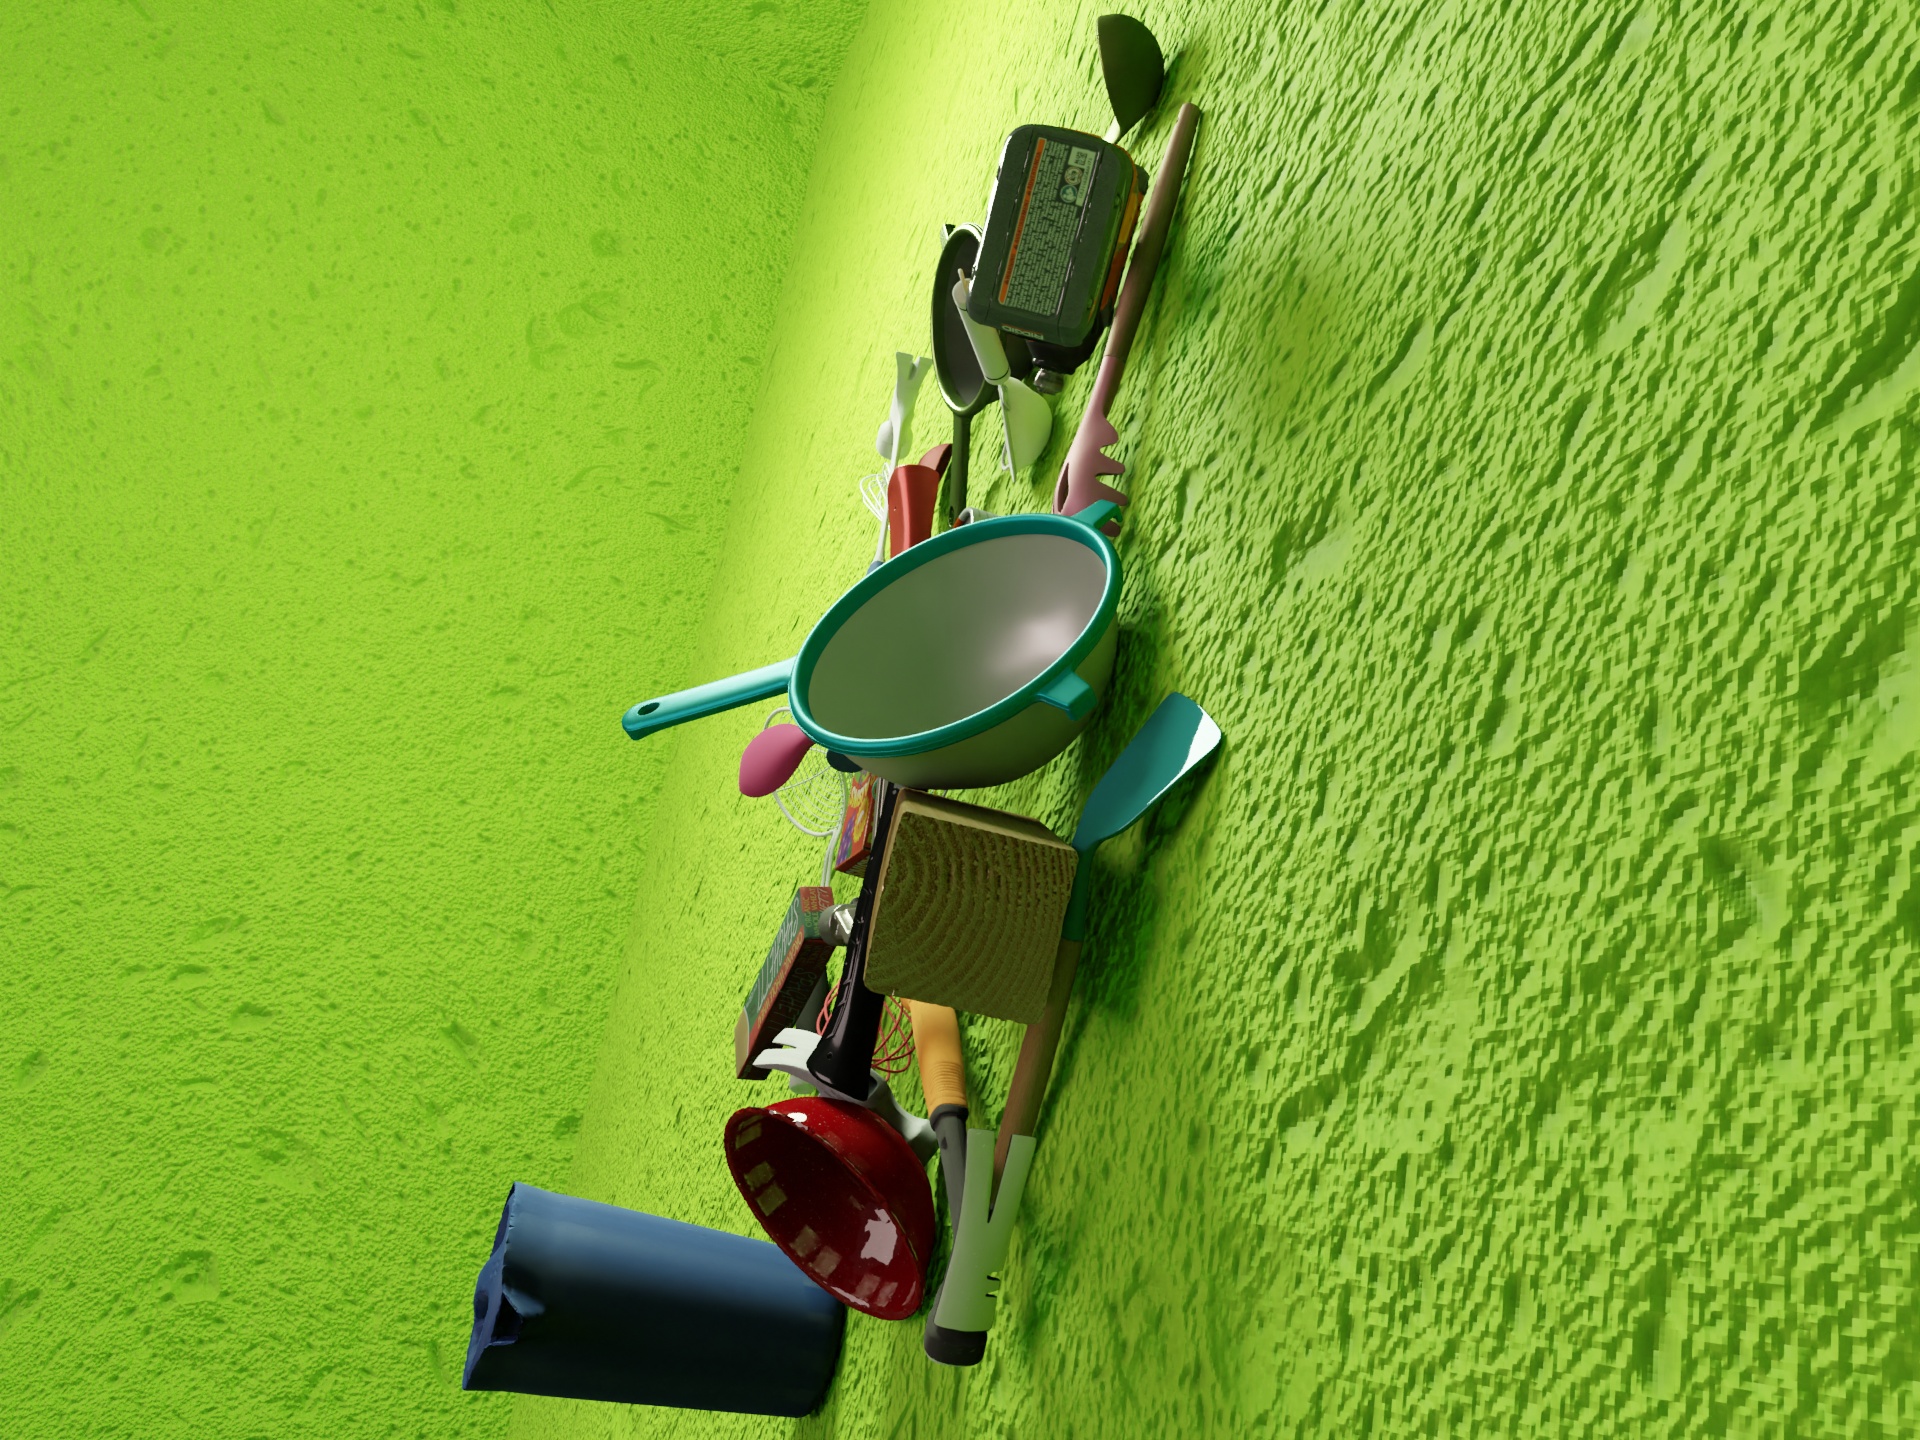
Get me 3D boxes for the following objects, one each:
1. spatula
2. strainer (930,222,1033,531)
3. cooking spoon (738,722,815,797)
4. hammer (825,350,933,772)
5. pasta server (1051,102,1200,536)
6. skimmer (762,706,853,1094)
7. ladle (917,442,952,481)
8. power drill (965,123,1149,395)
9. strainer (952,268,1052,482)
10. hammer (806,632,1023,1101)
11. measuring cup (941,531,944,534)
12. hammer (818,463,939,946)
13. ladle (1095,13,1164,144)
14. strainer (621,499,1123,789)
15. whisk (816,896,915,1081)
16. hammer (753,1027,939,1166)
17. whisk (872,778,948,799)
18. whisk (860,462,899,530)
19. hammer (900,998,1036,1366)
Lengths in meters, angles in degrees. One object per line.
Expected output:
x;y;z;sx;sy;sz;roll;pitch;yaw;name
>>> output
0.061;0.138;0.831;0.082;0.044;0.317;-123;46;-70;spatula
0.027;-0.270;1.293;0.152;0.069;0.256;-132;41;-59;strainer
-0.112;0.004;1.391;0.319;0.017;0.069;-25;56;46;cooking spoon
-0.070;-0.142;1.369;0.144;0.035;0.406;110;169;-57;hammer
0.113;-0.253;1.025;0.060;0.040;0.316;165;124;-72;pasta server
-0.151;0.153;1.418;0.127;0.090;0.364;129;152;-47;skimmer
-0.032;-0.160;1.345;0.316;0.031;0.069;-86;17;-58;ladle
0.066;-0.290;1.024;0.226;0.084;0.164;-49;-26;-74;power drill
0.029;-0.242;1.120;0.258;0.050;0.087;54;-154;-69;strainer
-0.037;0.077;1.022;0.146;0.035;0.335;-5;61;33;hammer
-0.011;-0.108;1.302;0.168;0.038;0.083;-80;15;-57;measuring cup
-0.041;-0.016;1.148;0.149;0.036;0.359;-18;63;57;hammer
0.076;-0.405;1.242;0.320;0.062;0.078;123;155;-53;ladle
-0.047;-0.010;0.972;0.340;0.095;0.211;-14;37;23;strainer
-0.072;0.192;1.181;0.296;0.073;0.073;-109;37;-75;whisk
-0.103;0.307;1.119;0.033;0.128;0.330;-45;-11;-33;hammer
-0.003;-0.005;1.155;0.047;0.051;0.245;-82;19;-45;whisk
-0.055;-0.174;1.490;0.247;0.059;0.057;-105;22;-53;whisk
-0.008;0.210;0.922;0.337;0.034;0.127;-109;30;-72;hammer
